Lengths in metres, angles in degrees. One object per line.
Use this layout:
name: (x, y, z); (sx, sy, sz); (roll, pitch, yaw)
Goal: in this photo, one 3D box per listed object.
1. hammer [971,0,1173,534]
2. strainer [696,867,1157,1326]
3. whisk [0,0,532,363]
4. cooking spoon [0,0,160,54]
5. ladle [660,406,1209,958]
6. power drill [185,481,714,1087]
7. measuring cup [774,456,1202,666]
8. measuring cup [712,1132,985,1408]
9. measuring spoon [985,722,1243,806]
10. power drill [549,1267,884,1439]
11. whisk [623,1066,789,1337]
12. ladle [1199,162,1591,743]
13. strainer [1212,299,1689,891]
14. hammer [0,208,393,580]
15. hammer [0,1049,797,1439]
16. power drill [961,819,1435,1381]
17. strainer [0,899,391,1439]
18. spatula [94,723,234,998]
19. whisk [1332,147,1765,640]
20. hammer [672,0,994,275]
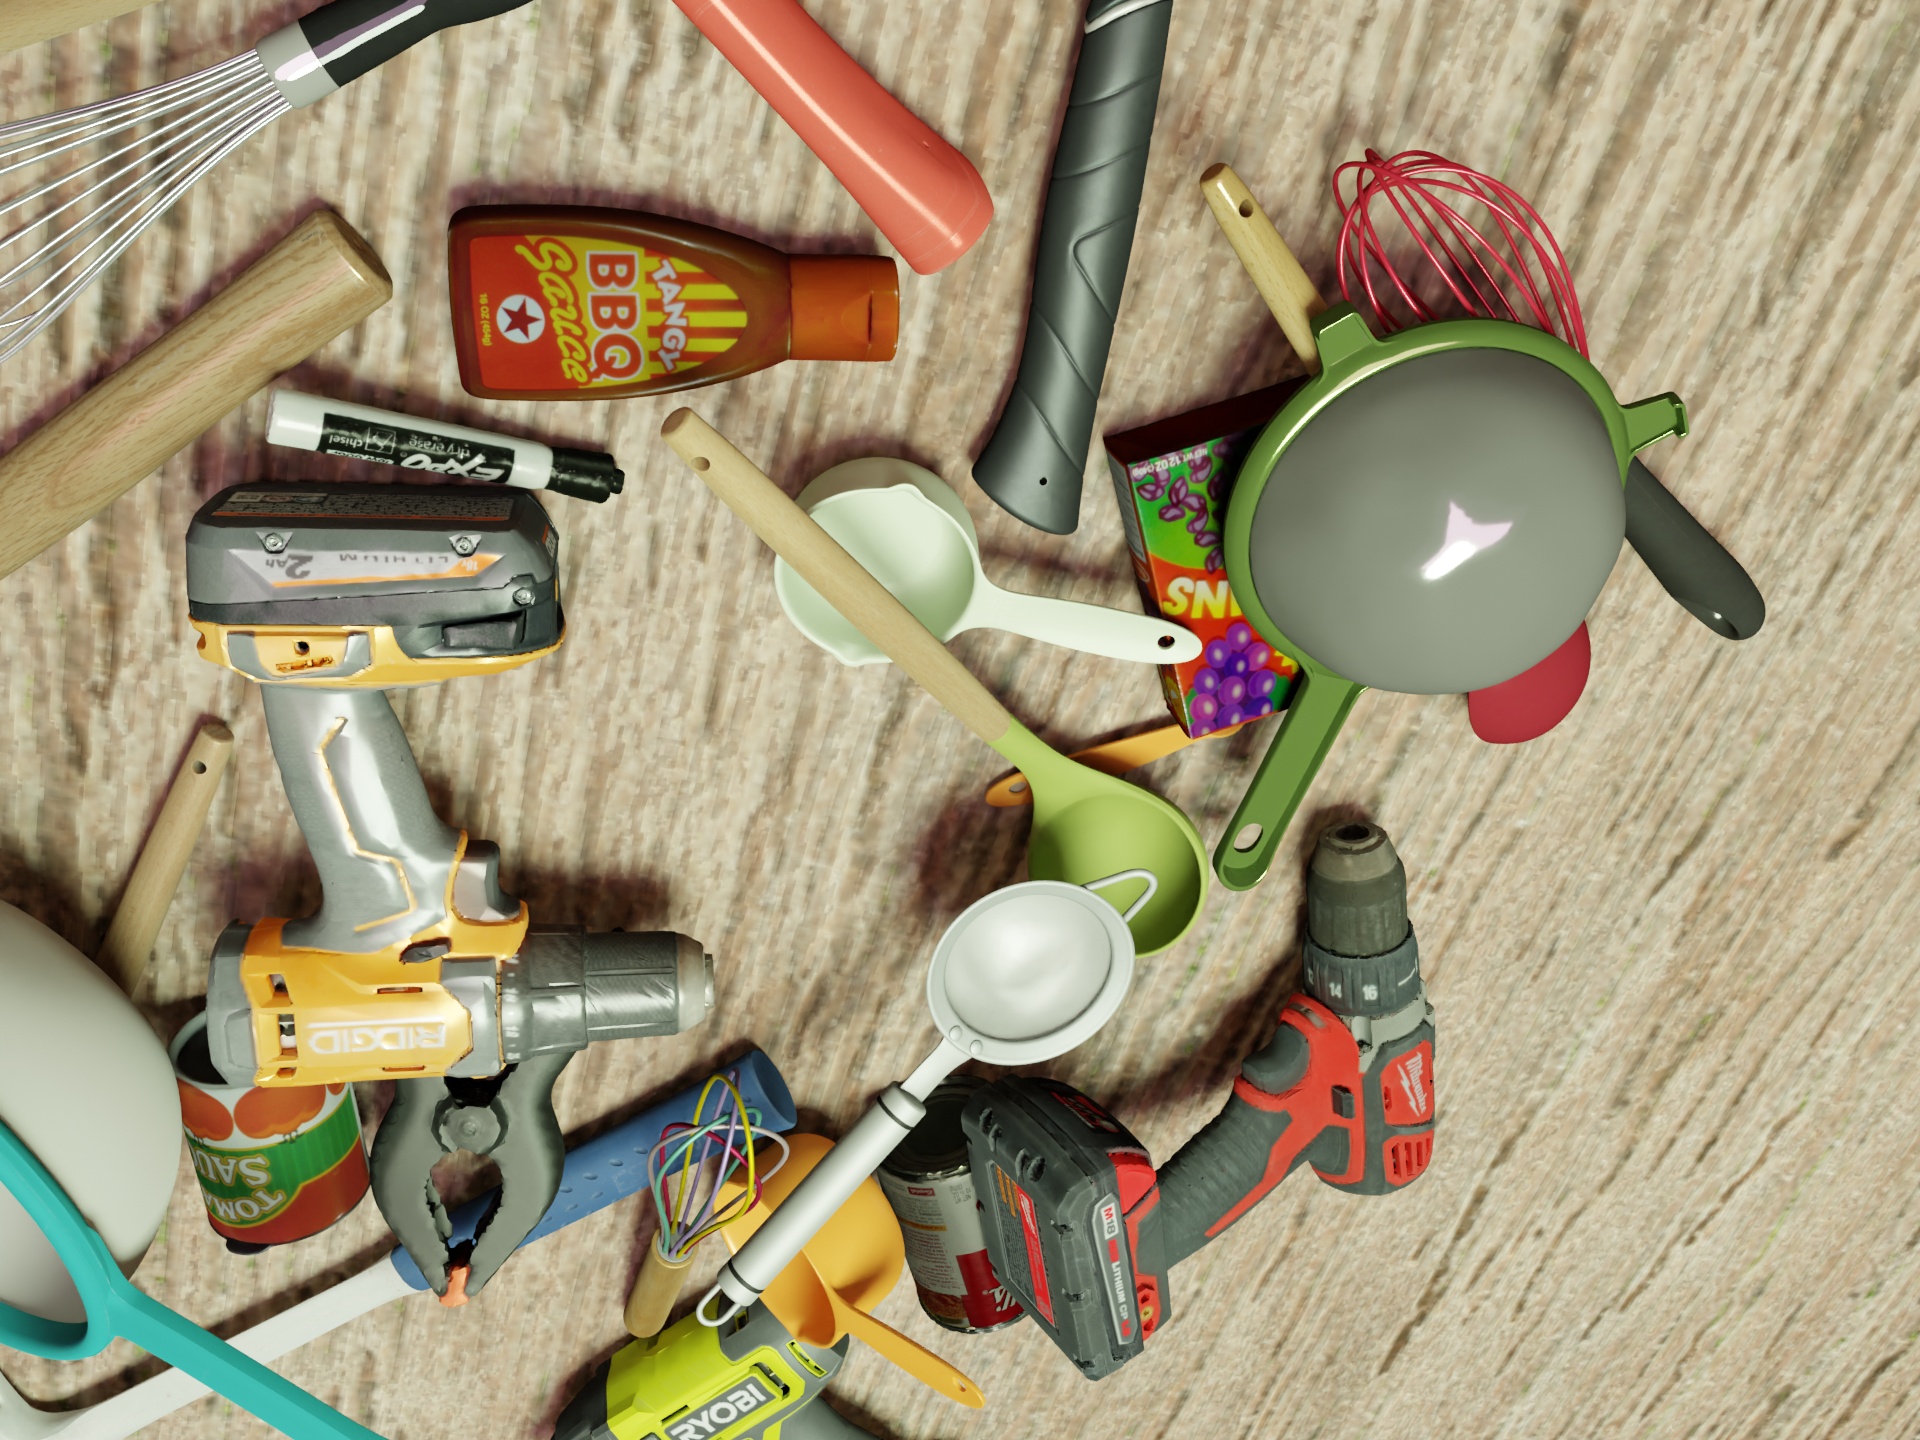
hammer: (0.064, -0.256, 0.524); (0.149, 0.036, 0.408); (4, 117, -13)
strainer: (-0.020, 0.147, 0.642); (0.258, 0.050, 0.086); (-48, 116, 1)
whisk: (-0.235, -0.189, 0.493); (0.284, 0.070, 0.070); (-29, 119, 0)
cooking spoon: (-0.302, -0.212, 0.488); (0.319, 0.017, 0.068); (-19, 120, 0)
ladle: (-0.001, -0.002, 0.590); (0.078, 0.062, 0.319); (-22, 137, 25)
power drill: (-0.184, 0.031, 0.589); (0.185, 0.084, 0.226); (0, 111, -11)
measuring cup: (0.012, -0.053, 0.608); (0.167, 0.038, 0.083); (12, 127, -12)
measuring cup: (-0.037, 0.240, 0.693); (0.052, 0.174, 0.095); (-32, 122, -36)
measuring spoon: (0.065, 0.013, 0.679); (0.117, 0.011, 0.021); (-19, 134, 3)
power drill: (-0.092, 0.389, 0.809); (0.171, 0.080, 0.223); (-34, 114, 7)
whisk: (-0.120, 0.222, 0.686); (0.047, 0.051, 0.244); (40, 139, 13)
ladle: (0.173, -0.087, 0.604); (0.069, 0.031, 0.315); (-48, 125, -4)
strainer: (0.157, -0.019, 0.590); (0.151, 0.069, 0.256); (11, 123, -17)
hammer: (-0.337, -0.068, 0.549); (0.331, 0.031, 0.130); (-34, 118, 7)
hammer: (-0.265, 0.253, 0.726); (0.405, 0.035, 0.144); (-28, 119, 4)
power drill: (0.117, 0.159, 0.698); (0.226, 0.080, 0.187); (-22, 118, -24)
strainer: (-0.310, 0.161, 0.582); (0.340, 0.095, 0.210); (30, 133, 4)
spatula: (-0.357, 0.131, 0.656); (0.059, 0.018, 0.316); (26, 111, -14)
whisk: (0.237, -0.114, 0.617); (0.295, 0.073, 0.073); (36, 106, -30)
hammer: (-0.119, -0.256, 0.447); (0.037, 0.149, 0.358); (-24, 130, 35)
